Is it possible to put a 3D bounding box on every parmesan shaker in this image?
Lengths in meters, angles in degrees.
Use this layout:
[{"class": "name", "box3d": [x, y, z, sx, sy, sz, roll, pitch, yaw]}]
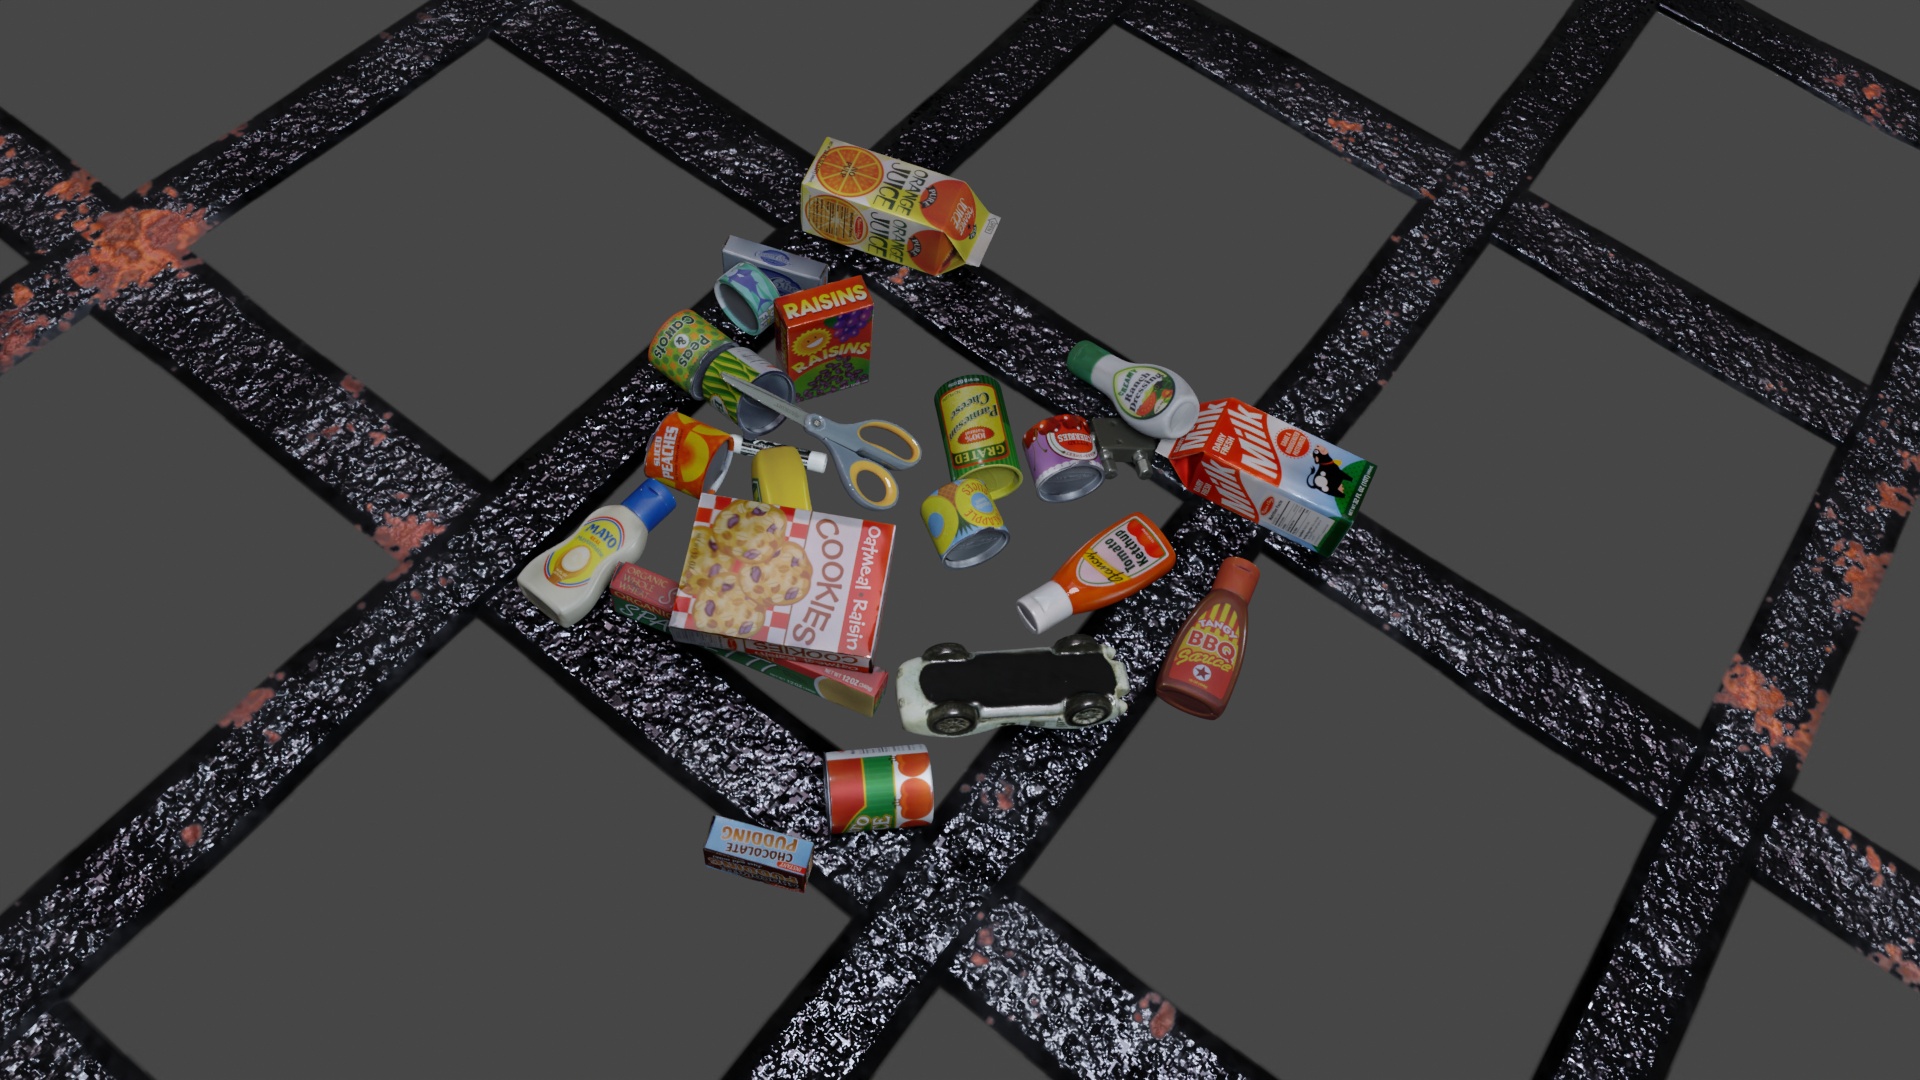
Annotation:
[{"class": "parmesan shaker", "box3d": [0.013, -0.095, 1.295, 0.071, 0.071, 0.103, -7, 62, -10]}]

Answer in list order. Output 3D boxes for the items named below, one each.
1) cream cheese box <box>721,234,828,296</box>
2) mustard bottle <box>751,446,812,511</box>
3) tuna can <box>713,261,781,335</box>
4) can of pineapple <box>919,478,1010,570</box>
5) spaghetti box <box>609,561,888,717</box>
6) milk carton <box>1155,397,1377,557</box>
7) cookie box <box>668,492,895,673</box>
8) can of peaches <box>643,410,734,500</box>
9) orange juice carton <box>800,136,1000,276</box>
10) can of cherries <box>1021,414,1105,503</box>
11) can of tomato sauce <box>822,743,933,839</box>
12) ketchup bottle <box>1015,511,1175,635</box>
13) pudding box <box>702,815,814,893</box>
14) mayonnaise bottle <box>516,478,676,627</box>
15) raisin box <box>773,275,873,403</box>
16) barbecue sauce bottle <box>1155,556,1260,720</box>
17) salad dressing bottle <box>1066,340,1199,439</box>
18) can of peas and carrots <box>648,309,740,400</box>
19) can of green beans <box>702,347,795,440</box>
[{"class": "cream cheese box", "box3d": [-0.183, -0.262, 1.372, 0.104, 0.053, 0.024, 17, 59, 3]}, {"class": "mustard bottle", "box3d": [-0.153, -0.003, 1.227, 0.049, 0.065, 0.161, -6, 67, -14]}, {"class": "tuna can", "box3d": [-0.203, -0.232, 1.345, 0.071, 0.070, 0.033, 39, 65, 14]}, {"class": "can of pineapple", "box3d": [0.004, -0.016, 1.248, 0.071, 0.070, 0.058, -18, 65, -15]}, {"class": "spaghetti box", "box3d": [-0.182, 0.084, 1.182, 0.250, 0.050, 0.029, 22, 60, 6]}, {"class": "milk carton", "box3d": [0.282, -0.068, 1.306, 0.191, 0.073, 0.072, 26, 62, 8]}, {"class": "cookie box", "box3d": [-0.145, 0.035, 1.158, 0.167, 0.040, 0.123, 9, 65, -1]}, {"class": "can of peaches", "box3d": [-0.244, -0.076, 1.252, 0.058, 0.071, 0.071, 24, 61, 6]}, {"class": "orange juice carton", "box3d": [-0.060, -0.333, 1.414, 0.193, 0.072, 0.072, 19, 61, 4]}, {"class": "can of cherries", "box3d": [0.096, -0.077, 1.291, 0.071, 0.071, 0.058, -9, 62, -11]}, {"class": "can of tomato sauce", "box3d": [-0.067, 0.202, 1.121, 0.083, 0.071, 0.071, -4, 62, -9]}, {"class": "ketchup bottle", "box3d": [0.119, 0.034, 1.248, 0.149, 0.043, 0.065, -30, 69, -20]}, {"class": "pudding box", "box3d": [-0.159, 0.247, 1.095, 0.084, 0.049, 0.030, 16, 59, 2]}, {"class": "mayonnaise bottle", "box3d": [-0.313, 0.006, 1.215, 0.065, 0.041, 0.149, 35, 64, 15]}, {"class": "raisin box", "box3d": [-0.128, -0.186, 1.296, 0.086, 0.122, 0.040, -18, 65, -15]}, {"class": "barbecue sauce bottle", "box3d": [0.226, 0.083, 1.233, 0.065, 0.043, 0.149, 24, 61, 8]}, {"class": "salad dressing bottle", "box3d": [0.161, -0.147, 1.326, 0.148, 0.044, 0.064, 38, 93, 41]}, {"class": "can of peas and carrots", "box3d": [-0.251, -0.176, 1.306, 0.059, 0.070, 0.071, 37, 64, 14]}, {"class": "can of green beans", "box3d": [-0.196, -0.139, 1.287, 0.071, 0.071, 0.058, -38, 52, -23]}]
